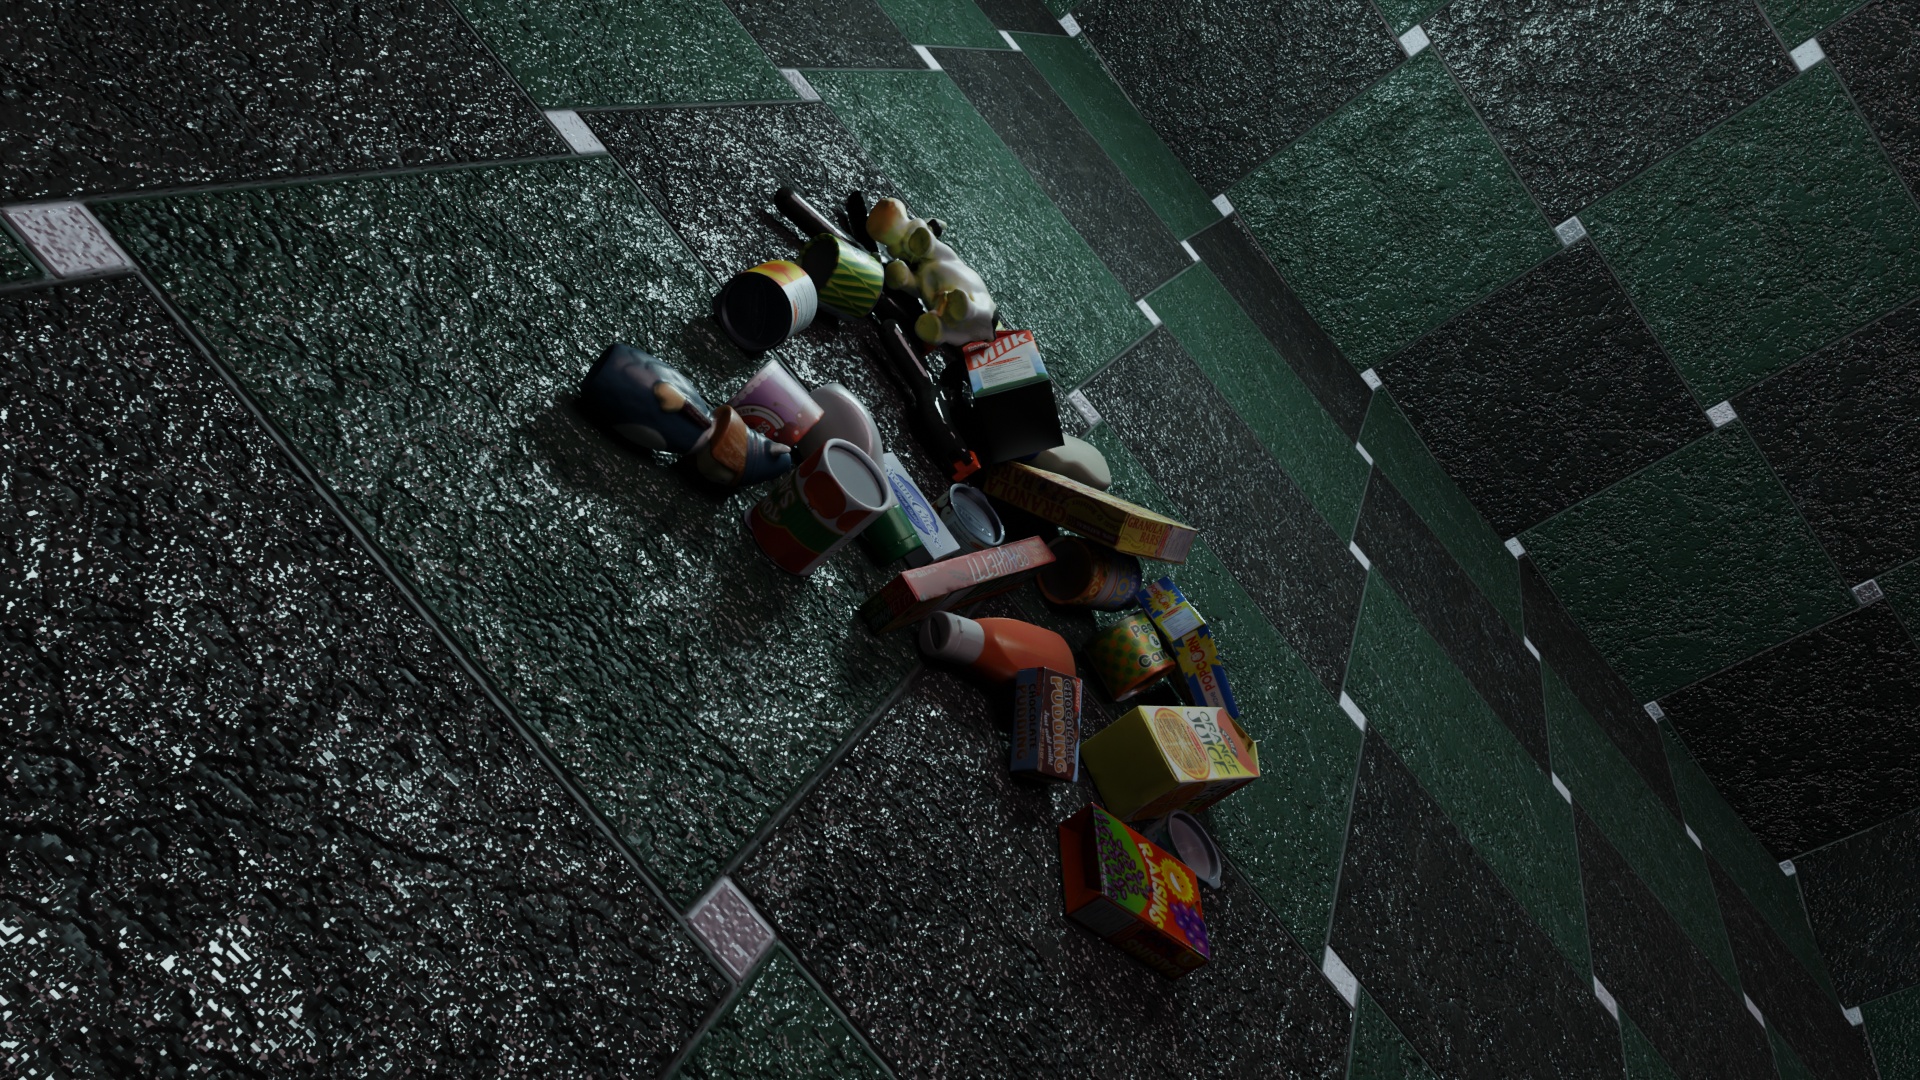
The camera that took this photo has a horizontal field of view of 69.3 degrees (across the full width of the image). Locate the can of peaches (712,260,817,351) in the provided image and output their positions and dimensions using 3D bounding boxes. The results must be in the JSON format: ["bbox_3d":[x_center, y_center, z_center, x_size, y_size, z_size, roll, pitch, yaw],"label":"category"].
[{"bbox_3d":[-0.162,-0.197,1.154,0.071,0.071,0.058,48,27,-5],"label":"can of peaches"}]

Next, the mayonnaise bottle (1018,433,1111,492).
[{"bbox_3d":[0.094,-0.089,1.440,0.148,0.041,0.065,19,39,-45],"label":"mayonnaise bottle"}]

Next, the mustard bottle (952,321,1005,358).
[{"bbox_3d":[0.023,-0.215,1.477,0.160,0.048,0.065,52,28,2],"label":"mustard bottle"}]

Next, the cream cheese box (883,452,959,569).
[{"bbox_3d":[-0.048,-0.024,1.157,0.104,0.024,0.053,54,25,7],"label":"cream cheese box"}]

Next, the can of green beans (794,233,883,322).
[{"bbox_3d":[-0.114,-0.243,1.283,0.058,0.071,0.071,21,39,-45],"label":"can of green beans"}]

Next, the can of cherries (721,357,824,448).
[{"bbox_3d":[-0.146,-0.093,1.046,0.058,0.071,0.072,47,27,-11],"label":"can of cherries"}]

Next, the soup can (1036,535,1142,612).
[{"bbox_3d":[0.122,0.033,1.296,0.084,0.071,0.071,10,47,-52],"label":"soup can"}]

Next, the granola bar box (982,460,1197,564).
[{"bbox_3d":[0.121,-0.027,1.309,0.166,0.039,0.124,25,9,38],"label":"granola bar box"}]

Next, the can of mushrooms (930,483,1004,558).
[{"bbox_3d":[0.004,-0.015,1.215,0.071,0.033,0.071,36,30,-25],"label":"can of mushrooms"}]

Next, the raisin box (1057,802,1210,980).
[{"bbox_3d":[0.132,0.266,1.050,0.123,0.040,0.086,37,29,-26],"label":"raisin box"}]

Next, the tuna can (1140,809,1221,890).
[{"bbox_3d":[0.182,0.260,1.141,0.071,0.032,0.071,37,30,-25],"label":"tuna can"}]

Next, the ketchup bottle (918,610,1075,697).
[{"bbox_3d":[0.030,0.090,1.111,0.149,0.043,0.065,21,46,-44],"label":"ketchup bottle"}]

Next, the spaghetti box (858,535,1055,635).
[{"bbox_3d":[0.004,0.033,1.135,0.029,0.050,0.251,57,27,10],"label":"spaghetti box"}]

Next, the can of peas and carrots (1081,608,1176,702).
[{"bbox_3d":[0.154,0.104,1.254,0.071,0.070,0.059,-3,59,-58],"label":"can of peas and carrots"}]

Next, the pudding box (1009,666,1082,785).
[{"bbox_3d":[0.067,0.145,1.080,0.049,0.030,0.084,24,63,-42],"label":"pudding box"}]

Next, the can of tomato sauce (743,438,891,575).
[{"bbox_3d":[-0.103,-0.025,1.007,0.071,0.083,0.071,38,29,-26],"label":"can of tomato sauce"}]

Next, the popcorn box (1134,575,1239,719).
[{"bbox_3d":[0.212,0.107,1.298,0.126,0.038,0.085,64,-3,-34],"label":"popcorn box"}]

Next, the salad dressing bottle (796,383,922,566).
[{"bbox_3d":[-0.081,-0.051,1.104,0.147,0.064,0.044,61,8,2],"label":"salad dressing bottle"}]

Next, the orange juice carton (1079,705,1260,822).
[{"bbox_3d":[0.192,0.191,1.201,0.193,0.071,0.073,10,48,-52],"label":"orange juice carton"}]

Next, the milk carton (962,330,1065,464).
[{"bbox_3d":[0.048,-0.149,1.358,0.191,0.073,0.072,-100,175,-64],"label":"milk carton"}]
